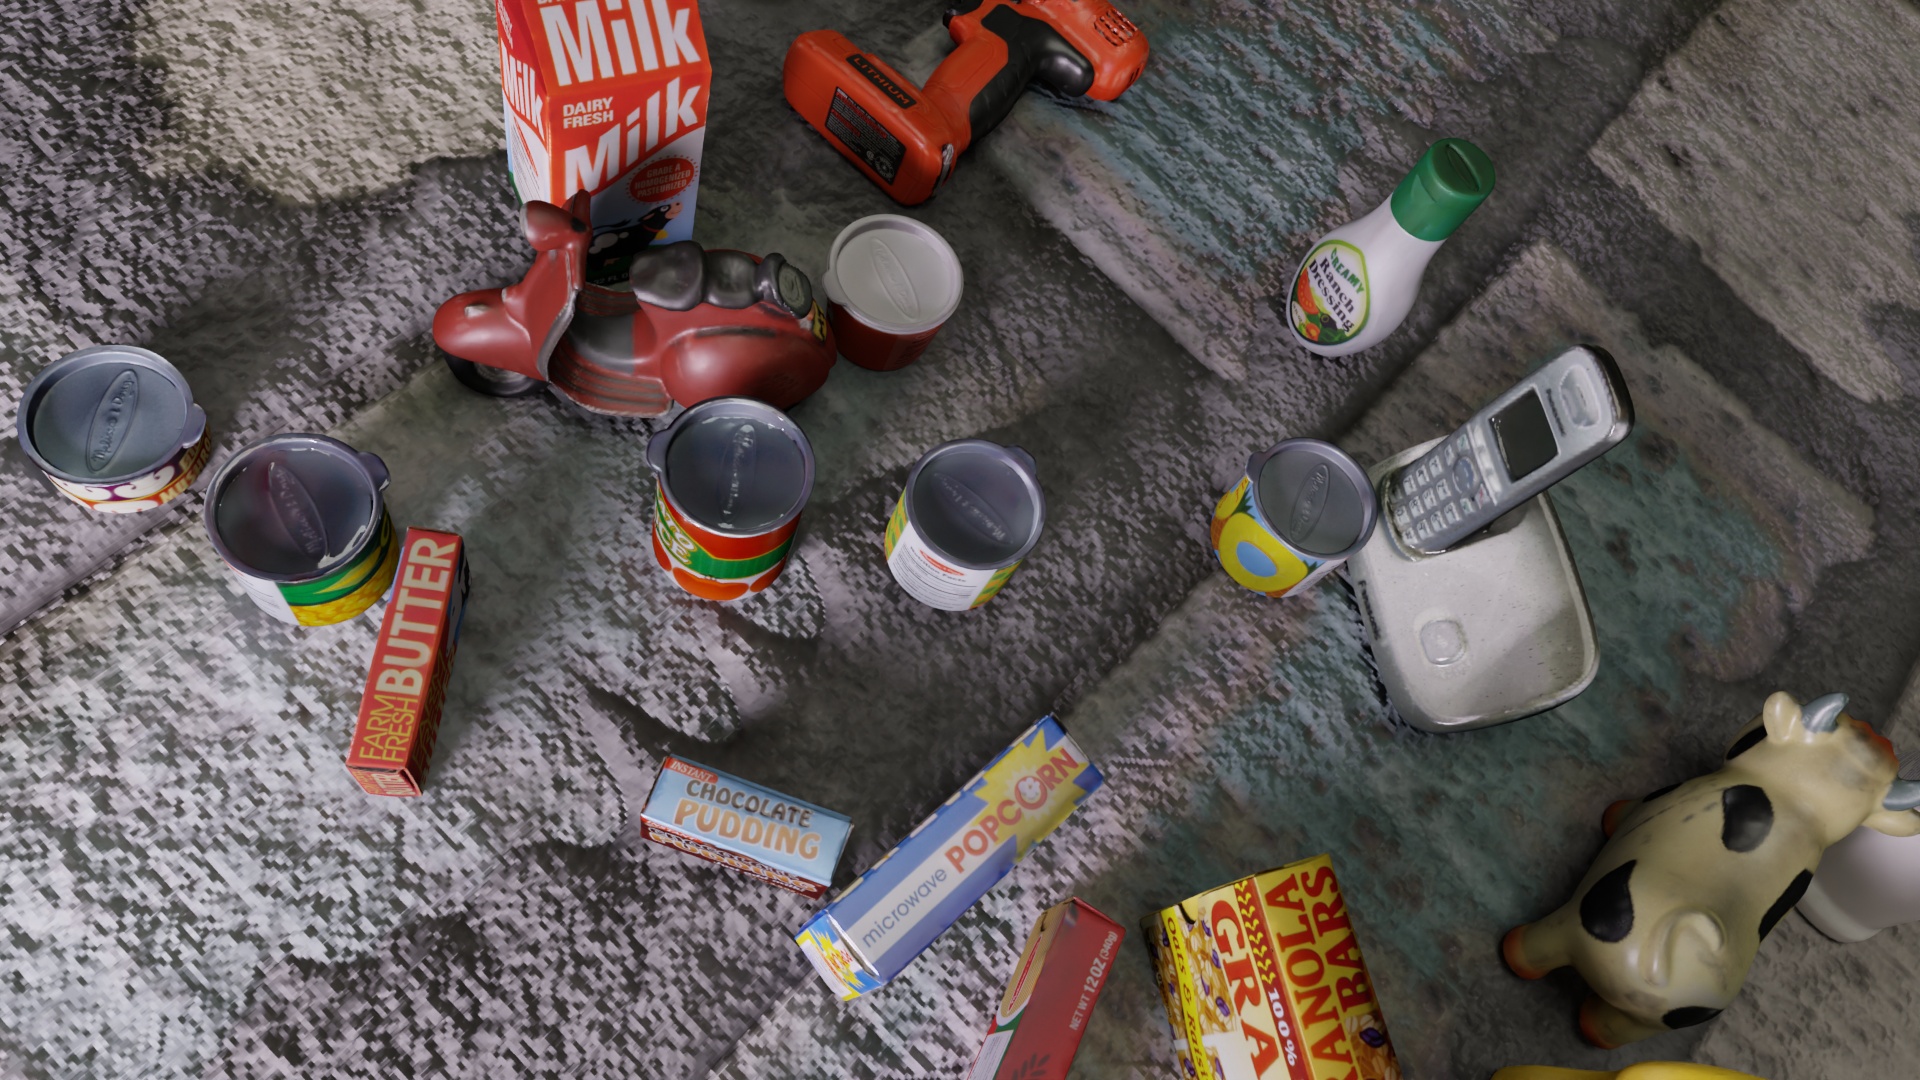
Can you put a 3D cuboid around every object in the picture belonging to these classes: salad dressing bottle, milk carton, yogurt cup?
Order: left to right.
[{"bbox_3d":[-0.161,-0.197,0.624,0.072,0.189,0.073,-19,73,-21],"label":"milk carton"},{"bbox_3d":[-0.037,-0.122,0.699,0.072,0.053,0.072,5,66,-12],"label":"yogurt cup"},{"bbox_3d":[0.223,-0.151,0.727,0.044,0.147,0.064,-19,73,-21],"label":"salad dressing bottle"}]

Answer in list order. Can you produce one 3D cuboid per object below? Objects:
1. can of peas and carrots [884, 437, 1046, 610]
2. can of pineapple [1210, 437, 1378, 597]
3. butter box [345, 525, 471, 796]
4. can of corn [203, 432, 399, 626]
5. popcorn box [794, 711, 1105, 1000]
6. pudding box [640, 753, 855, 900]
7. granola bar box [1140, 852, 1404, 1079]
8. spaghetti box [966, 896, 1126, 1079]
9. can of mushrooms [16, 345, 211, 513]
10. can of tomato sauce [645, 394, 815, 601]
[{"bbox_3d":[0.002,-0.008,0.658,0.071,0.058,0.071,5,66,-12],"label":"can of peas and carrots"},{"bbox_3d":[0.166,-0.012,0.702,0.071,0.057,0.071,5,66,-12],"label":"can of pineapple"},{"bbox_3d":[-0.226,0.051,0.576,0.024,0.053,0.104,9,65,-10],"label":"butter box"},{"bbox_3d":[-0.272,-0.004,0.585,0.071,0.058,0.071,5,66,-12],"label":"can of corn"},{"bbox_3d":[-0.006,0.133,0.579,0.127,0.085,0.038,-38,81,-25],"label":"popcorn box"},{"bbox_3d":[-0.090,0.121,0.583,0.084,0.049,0.030,21,64,-5],"label":"pudding box"},{"bbox_3d":[0.130,0.221,0.555,0.039,0.123,0.166,-8,70,-18],"label":"granola bar box"},{"bbox_3d":[0.000,0.261,0.545,0.029,0.050,0.251,29,63,-1],"label":"spaghetti box"},{"bbox_3d":[-0.358,-0.047,0.595,0.071,0.033,0.071,5,66,-12],"label":"can of mushrooms"},{"bbox_3d":[-0.105,-0.016,0.620,0.071,0.082,0.071,5,66,-12],"label":"can of tomato sauce"}]
